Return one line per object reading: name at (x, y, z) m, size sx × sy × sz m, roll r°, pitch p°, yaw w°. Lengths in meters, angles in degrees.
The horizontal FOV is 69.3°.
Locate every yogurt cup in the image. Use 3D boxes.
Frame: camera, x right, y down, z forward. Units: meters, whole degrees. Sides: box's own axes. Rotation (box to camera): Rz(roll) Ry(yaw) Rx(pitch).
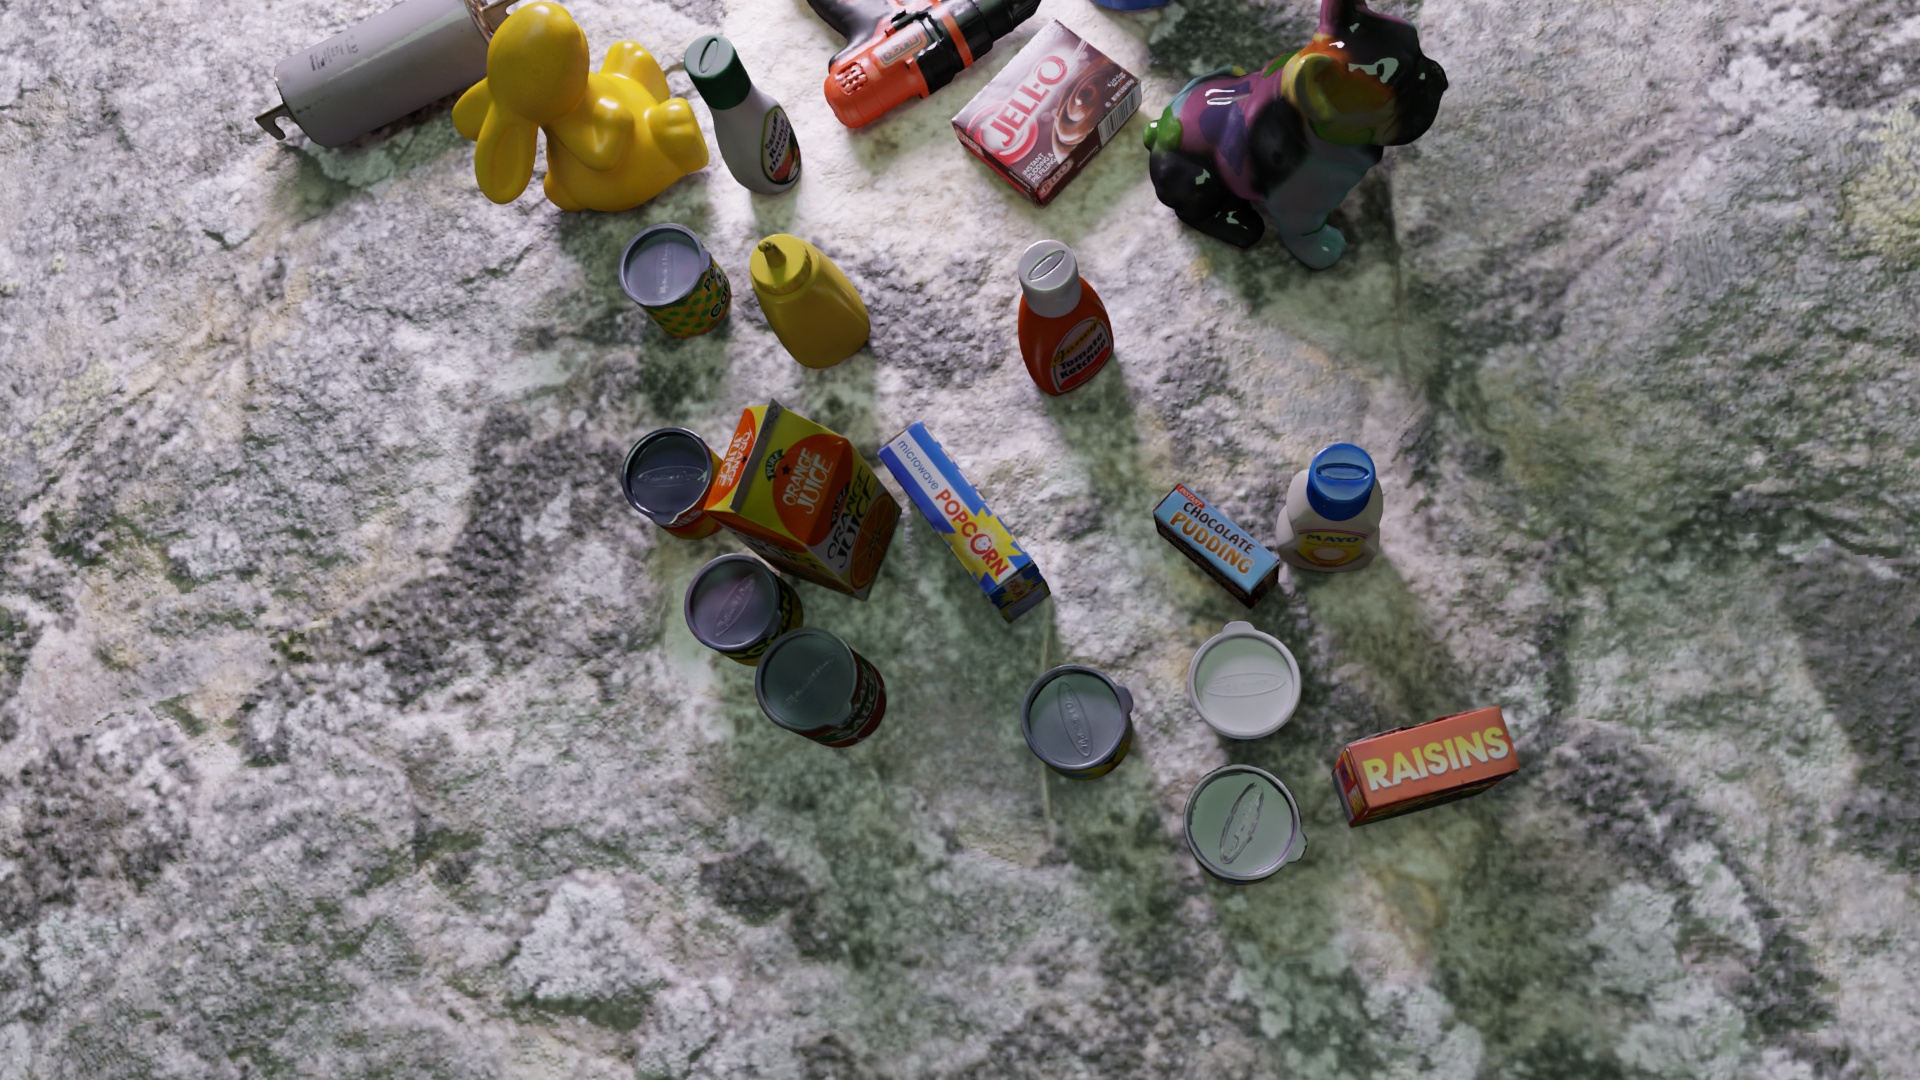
yogurt cup at (0.177, 0.093, 0.868) m, size 0.072 × 0.054 × 0.072 m, roll -3°, pitch 73°, yaw 10°

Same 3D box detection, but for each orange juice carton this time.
orange juice carton at (-0.102, -0.025, 0.884) m, size 0.073 × 0.192 × 0.072 m, roll 18°, pitch 78°, yaw 15°

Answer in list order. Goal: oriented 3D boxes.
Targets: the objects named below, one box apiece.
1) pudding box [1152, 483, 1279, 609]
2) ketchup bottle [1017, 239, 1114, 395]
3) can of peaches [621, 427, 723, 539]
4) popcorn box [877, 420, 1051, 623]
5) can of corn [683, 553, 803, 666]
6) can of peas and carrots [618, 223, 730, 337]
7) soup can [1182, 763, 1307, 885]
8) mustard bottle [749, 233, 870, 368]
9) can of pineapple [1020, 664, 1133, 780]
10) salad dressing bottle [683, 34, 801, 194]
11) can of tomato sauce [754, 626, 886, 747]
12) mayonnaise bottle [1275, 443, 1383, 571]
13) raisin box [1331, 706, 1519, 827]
pudding box at (0.166, 0.003, 0.899) m, size 0.084 × 0.049 × 0.030 m, roll 42°, pitch 85°, yaw 19°
ketchup bottle at (0.065, -0.147, 0.911) m, size 0.065 × 0.148 × 0.043 m, roll -39°, pitch 71°, yaw -2°
can of peaches at (-0.196, -0.037, 0.976) m, size 0.071 × 0.058 × 0.071 m, roll -3°, pitch 73°, yaw 10°
popcorn box at (0.003, -0.011, 0.916) m, size 0.038 × 0.085 × 0.127 m, roll -38°, pitch 71°, yaw -1°
can of corn at (-0.143, 0.049, 0.940) m, size 0.071 × 0.058 × 0.071 m, roll -3°, pitch 73°, yaw 10°
can of peas and carrots at (-0.207, -0.191, 1.024) m, size 0.071 × 0.058 × 0.071 m, roll -3°, pitch 73°, yaw 10°
soup can at (0.170, 0.173, 0.830) m, size 0.071 × 0.083 × 0.071 m, roll -3°, pitch 74°, yaw 10°
mustard bottle at (-0.108, -0.170, 0.945) m, size 0.065 × 0.160 × 0.049 m, roll -30°, pitch 71°, yaw 2°
can of pineapple at (0.076, 0.116, 0.879) m, size 0.071 × 0.057 × 0.071 m, roll -3°, pitch 73°, yaw 10°
salad dressing bottle at (-0.156, -0.305, 1.001) m, size 0.044 × 0.147 × 0.064 m, roll 13°, pitch 77°, yaw 14°
can of tomato sauce at (-0.087, 0.098, 0.902) m, size 0.071 × 0.083 × 0.071 m, roll -3°, pitch 74°, yaw 10°
mayonnaise bottle at (0.226, -0.018, 0.842) m, size 0.065 × 0.148 × 0.041 m, roll 4°, pitch 75°, yaw 12°
raisin box at (0.265, 0.132, 0.803) m, size 0.086 × 0.123 × 0.040 m, roll -16°, pitch 72°, yaw 6°
